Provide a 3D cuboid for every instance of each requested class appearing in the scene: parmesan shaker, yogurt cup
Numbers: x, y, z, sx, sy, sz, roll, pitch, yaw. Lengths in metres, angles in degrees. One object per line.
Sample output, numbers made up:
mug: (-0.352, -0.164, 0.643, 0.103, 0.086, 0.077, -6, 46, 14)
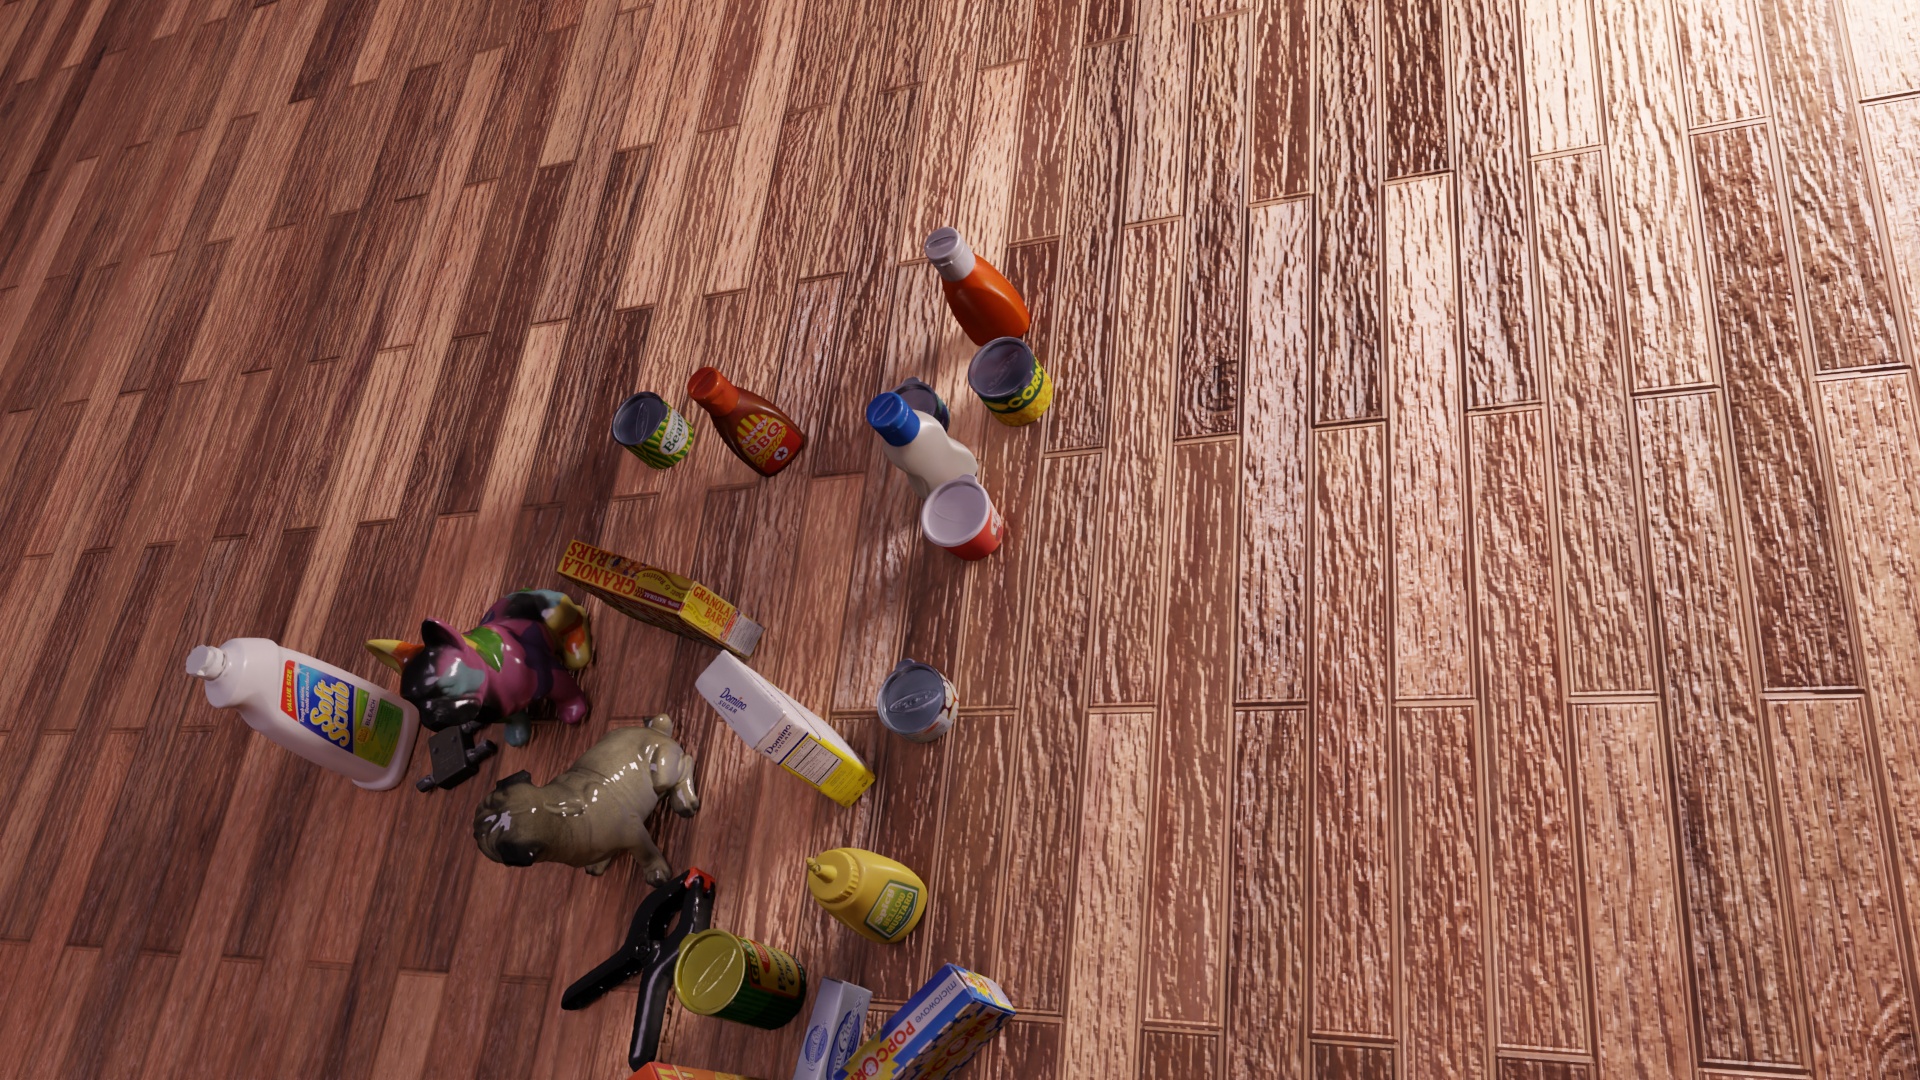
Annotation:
parmesan shaker: (-0.181, 0.361, 1.145, 0.071, 0.103, 0.071, -11, 62, 21)
yogurt cup: (0.005, -0.016, 1.276, 0.072, 0.054, 0.072, -11, 61, 21)

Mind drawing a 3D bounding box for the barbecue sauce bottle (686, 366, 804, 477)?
barbecue sauce bottle: (-0.215, -0.120, 1.377, 0.065, 0.148, 0.044, -46, 55, -1)

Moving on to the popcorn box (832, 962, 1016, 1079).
popcorn box: (-0.026, 0.387, 1.068, 0.127, 0.085, 0.038, -44, 55, 0)

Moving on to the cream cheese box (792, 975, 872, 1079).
cream cheese box: (-0.104, 0.407, 1.115, 0.024, 0.053, 0.104, 5, 68, 28)

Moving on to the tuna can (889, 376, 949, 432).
tuna can: (-0.046, -0.123, 1.366, 0.071, 0.032, 0.071, -11, 61, 21)

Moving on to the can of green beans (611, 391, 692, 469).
can of green beans: (-0.329, -0.117, 1.485, 0.071, 0.057, 0.071, -11, 61, 21)

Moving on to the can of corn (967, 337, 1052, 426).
can of corn: (0.050, -0.149, 1.318, 0.071, 0.058, 0.071, -11, 61, 21)

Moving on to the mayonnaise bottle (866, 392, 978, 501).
mayonnaise bottle: (-0.037, -0.086, 1.274, 0.041, 0.147, 0.065, 37, 85, 35)

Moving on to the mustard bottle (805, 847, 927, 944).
mustard bottle: (-0.082, 0.278, 1.104, 0.049, 0.160, 0.065, 24, 78, 33)

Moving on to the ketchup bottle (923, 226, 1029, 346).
ketchup bottle: (0.012, -0.242, 1.328, 0.064, 0.148, 0.044, -14, 61, 19)

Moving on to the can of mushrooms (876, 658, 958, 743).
can of mushrooms: (-0.038, 0.142, 1.229, 0.071, 0.033, 0.071, -11, 61, 21)

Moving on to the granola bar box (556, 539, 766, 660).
granola bar box: (-0.288, 0.058, 1.336, 0.165, 0.124, 0.039, 15, 73, 31)

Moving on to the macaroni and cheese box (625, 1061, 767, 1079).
macaroni and cheese box: (-0.180, 0.466, 1.053, 0.040, 0.166, 0.124, -38, 55, 5)
